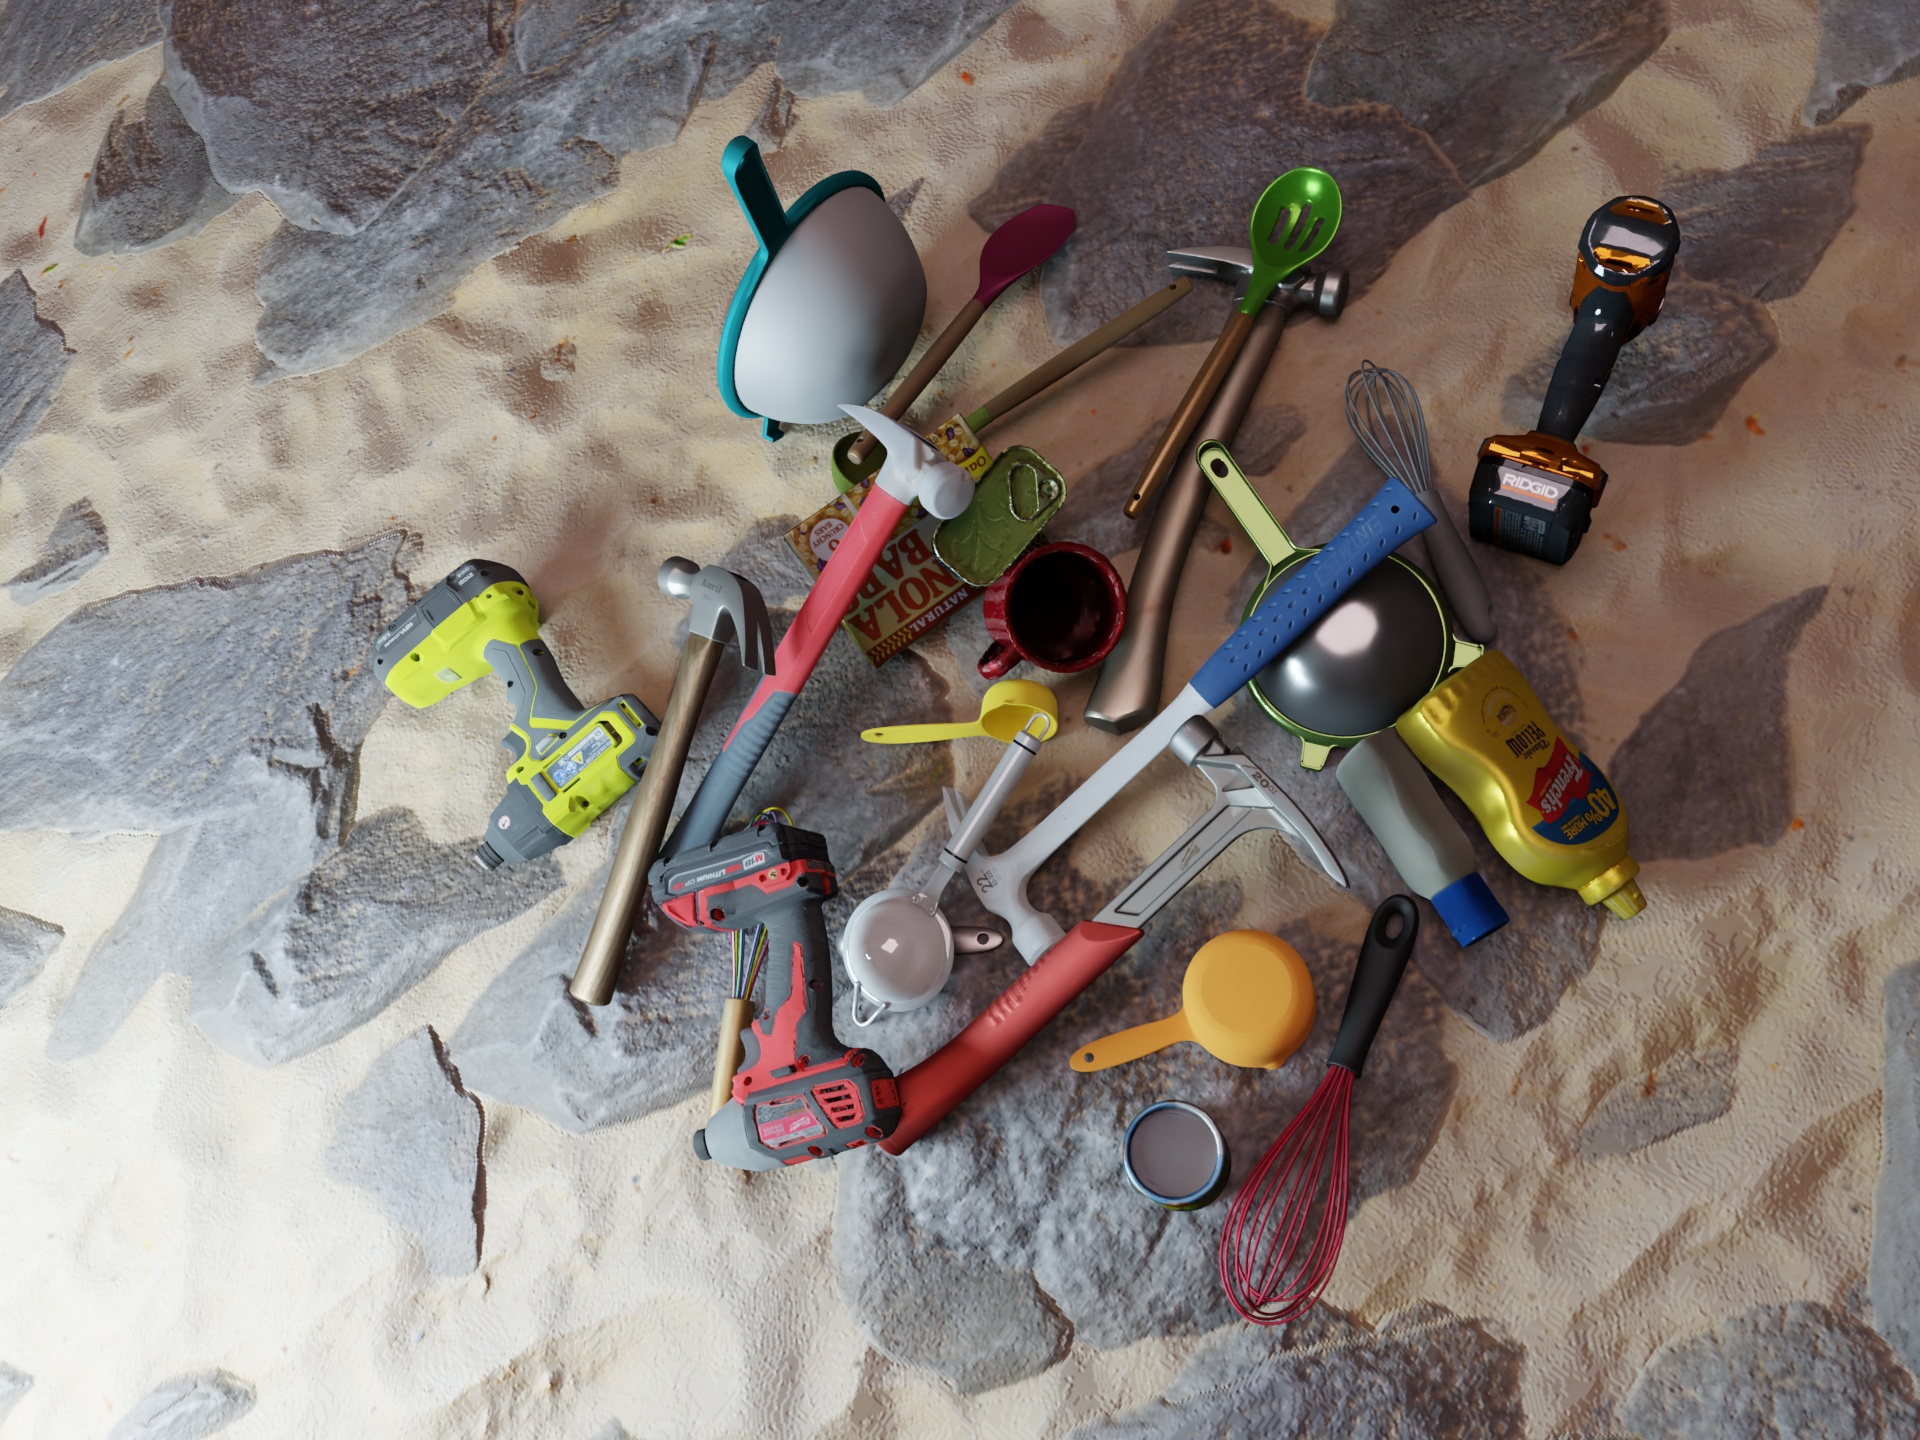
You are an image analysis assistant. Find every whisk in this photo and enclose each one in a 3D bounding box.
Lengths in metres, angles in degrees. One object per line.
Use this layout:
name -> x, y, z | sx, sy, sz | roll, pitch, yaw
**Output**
whisk -> -0.153, 0.180, 1.147 | 0.047, 0.051, 0.245 | 4, 73, 9
whisk -> 0.339, -0.163, 1.162 | 0.055, 0.055, 0.239 | -20, 70, 5
whisk -> 0.239, 0.243, 1.023 | 0.073, 0.073, 0.296 | 19, 68, 19

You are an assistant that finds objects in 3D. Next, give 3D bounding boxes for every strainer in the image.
strainer -> -0.012, 0.103, 1.111 | 0.087, 0.050, 0.258 | 33, 90, 22
strainer -> -0.096, -0.320, 1.176 | 0.095, 0.340, 0.211 | 33, 86, 10
strainer -> 0.242, -0.103, 1.123 | 0.151, 0.069, 0.256 | -34, 77, 5

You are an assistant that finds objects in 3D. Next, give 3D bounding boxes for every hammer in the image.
hammer -> 0.168, -0.184, 1.216 | 0.146, 0.038, 0.411 | 16, 74, 20
hammer -> -0.133, -0.043, 1.159 | 0.143, 0.038, 0.386 | 43, 107, 42
hammer -> -0.218, 0.049, 1.158 | 0.130, 0.031, 0.331 | 20, 92, 42
hammer -> 0.154, -0.014, 1.095 | 0.405, 0.035, 0.144 | -44, 63, 13
hammer -> 0.081, 0.169, 1.054 | 0.359, 0.036, 0.149 | -44, 71, 9

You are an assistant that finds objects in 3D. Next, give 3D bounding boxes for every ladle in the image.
ladle -> 0.041, -0.263, 1.250 | 0.320, 0.062, 0.078 | -32, 60, 5

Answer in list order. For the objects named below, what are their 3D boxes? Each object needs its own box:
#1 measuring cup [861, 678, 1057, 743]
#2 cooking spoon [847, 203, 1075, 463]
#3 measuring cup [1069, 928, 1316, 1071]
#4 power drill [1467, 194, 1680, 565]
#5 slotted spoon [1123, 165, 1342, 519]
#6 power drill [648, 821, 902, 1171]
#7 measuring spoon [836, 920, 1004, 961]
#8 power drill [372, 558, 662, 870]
measuring cup -> -0.002, -0.004, 1.183 | 0.156, 0.062, 0.029 | -5, 57, 22
cooking spoon -> 0.000, -0.318, 1.283 | 0.069, 0.017, 0.319 | 20, 60, 29
measuring cup -> 0.152, 0.197, 1.060 | 0.173, 0.052, 0.095 | -20, 66, 3
power drill -> 0.434, -0.230, 1.119 | 0.084, 0.164, 0.226 | 22, 88, 20
slotted spoon -> 0.203, -0.287, 1.213 | 0.070, 0.031, 0.314 | 26, 80, 24
power drill -> -0.133, 0.191, 1.078 | 0.143, 0.078, 0.220 | -20, 75, 14
measuring spoon -> -0.031, 0.156, 1.139 | 0.124, 0.018, 0.034 | -2, 68, 12
power drill -> -0.354, -0.004, 1.249 | 0.171, 0.080, 0.223 | -41, 69, -5
